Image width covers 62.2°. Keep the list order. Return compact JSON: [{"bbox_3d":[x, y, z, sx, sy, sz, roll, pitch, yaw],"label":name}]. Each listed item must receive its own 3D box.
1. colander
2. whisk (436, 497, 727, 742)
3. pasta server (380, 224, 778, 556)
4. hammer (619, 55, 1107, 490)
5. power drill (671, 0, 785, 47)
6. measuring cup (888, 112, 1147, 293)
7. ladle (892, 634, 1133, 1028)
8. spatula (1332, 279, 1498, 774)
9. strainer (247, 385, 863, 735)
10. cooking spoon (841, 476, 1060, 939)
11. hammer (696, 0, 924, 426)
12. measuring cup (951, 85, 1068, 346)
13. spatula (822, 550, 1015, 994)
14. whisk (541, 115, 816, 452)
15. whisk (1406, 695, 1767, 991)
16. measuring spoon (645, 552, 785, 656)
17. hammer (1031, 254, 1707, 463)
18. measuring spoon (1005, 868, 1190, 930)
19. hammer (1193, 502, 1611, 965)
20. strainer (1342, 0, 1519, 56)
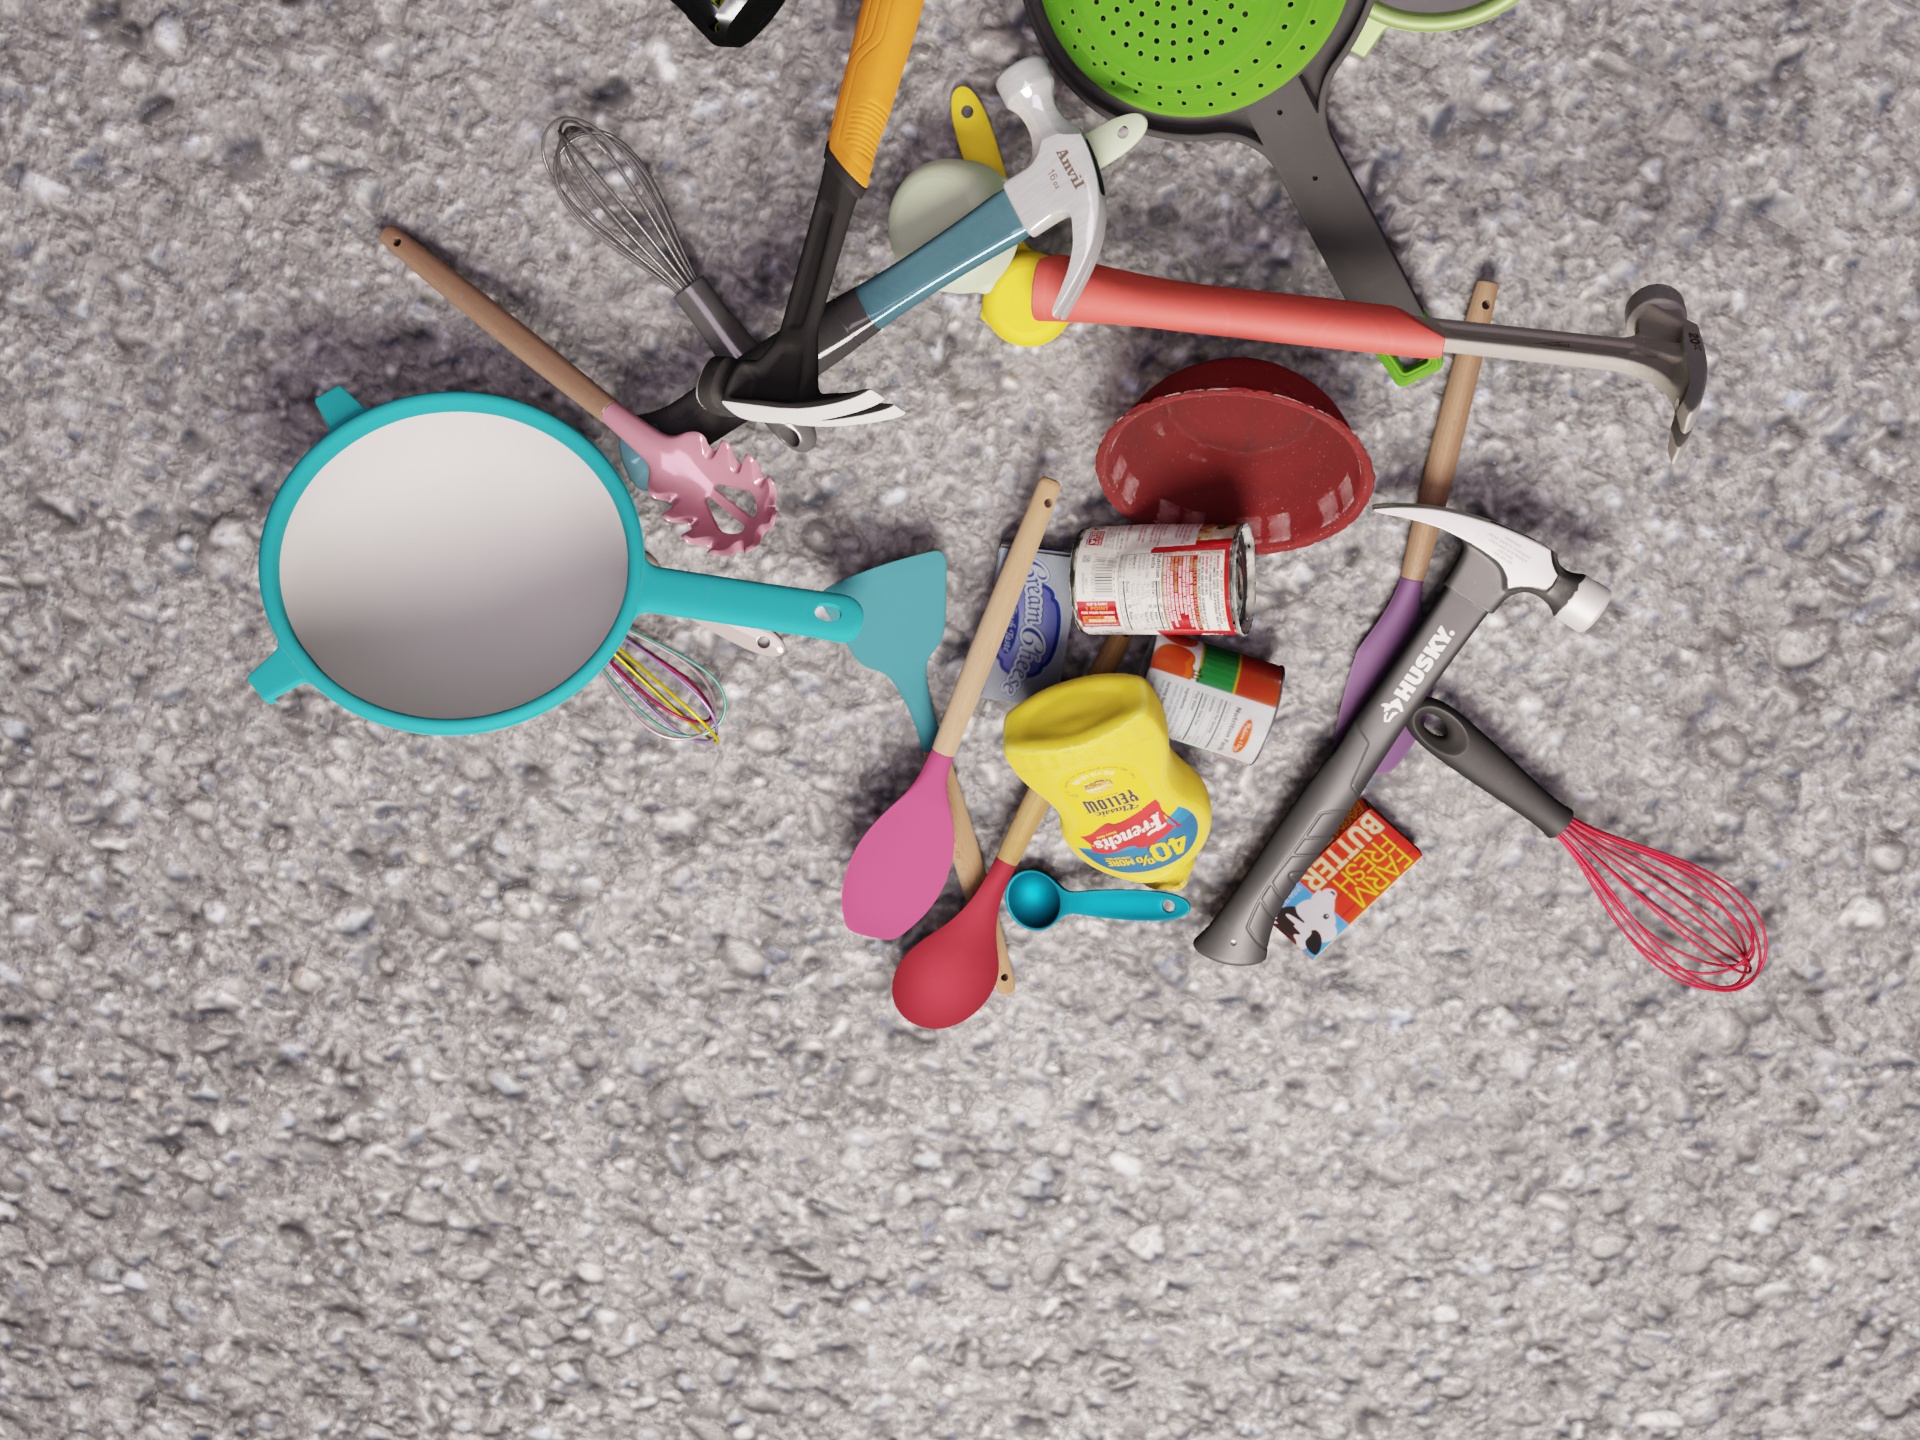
[{"bbox_3d":[0.164,-0.341,0.869,0.204,0.095,0.396,-24,113,29],"label":"colander"},{"bbox_3d":[-0.245,-0.069,1.017,0.245,0.047,0.051,42,105,-7],"label":"whisk"},{"bbox_3d":[-0.228,-0.199,0.931,0.316,0.040,0.060,39,91,10],"label":"pasta server"},{"bbox_3d":[-0.064,-0.231,0.912,0.331,0.033,0.128,-28,91,19],"label":"hammer"},{"bbox_3d":[-0.123,-0.514,0.859,0.228,0.080,0.190,-43,93,16],"label":"power drill"},{"bbox_3d":[0.028,-0.301,0.903,0.167,0.038,0.083,-20,91,34],"label":"measuring cup"},{"bbox_3d":[0.042,0.069,1.040,0.069,0.031,0.315,23,98,-20],"label":"ladle"},{"bbox_3d":[0.292,-0.114,0.996,0.059,0.018,0.315,6,108,-8],"label":"spatula"},{"bbox_3d":[-0.231,-0.072,0.951,0.340,0.095,0.211,8,71,-9],"label":"strainer"},{"bbox_3d":[-0.002,-0.003,1.006,0.068,0.017,0.319,16,104,-24],"label":"cooking spoon"},{"bbox_3d":[-0.051,-0.324,0.869,0.127,0.034,0.337,11,85,34],"label":"hammer"},{"bbox_3d":[0.025,-0.297,0.943,0.062,0.029,0.156,-18,107,7],"label":"measuring cup"},{"bbox_3d":[-0.010,0.045,1.042,0.082,0.044,0.317,-19,107,-8],"label":"spatula"},{"bbox_3d":[-0.165,-0.257,0.956,0.055,0.055,0.238,-35,107,11],"label":"whisk"},{"bbox_3d":[0.403,0.078,1.029,0.296,0.073,0.073,37,105,-5],"label":"whisk"},{"bbox_3d":[-0.170,-0.071,1.025,0.124,0.018,0.034,27,106,-7],"label":"measuring spoon"},{"bbox_3d":[0.214,-0.212,0.871,0.359,0.149,0.036,10,131,12],"label":"hammer"},{"bbox_3d":[0.092,0.119,1.054,0.128,0.021,0.042,0,99,24],"label":"measuring spoon"},{"bbox_3d":[0.247,0.018,1.004,0.146,0.035,0.334,33,107,5],"label":"hammer"},{"bbox_3d":[0.310,-0.466,0.839,0.256,0.069,0.151,-9,119,22],"label":"strainer"}]
